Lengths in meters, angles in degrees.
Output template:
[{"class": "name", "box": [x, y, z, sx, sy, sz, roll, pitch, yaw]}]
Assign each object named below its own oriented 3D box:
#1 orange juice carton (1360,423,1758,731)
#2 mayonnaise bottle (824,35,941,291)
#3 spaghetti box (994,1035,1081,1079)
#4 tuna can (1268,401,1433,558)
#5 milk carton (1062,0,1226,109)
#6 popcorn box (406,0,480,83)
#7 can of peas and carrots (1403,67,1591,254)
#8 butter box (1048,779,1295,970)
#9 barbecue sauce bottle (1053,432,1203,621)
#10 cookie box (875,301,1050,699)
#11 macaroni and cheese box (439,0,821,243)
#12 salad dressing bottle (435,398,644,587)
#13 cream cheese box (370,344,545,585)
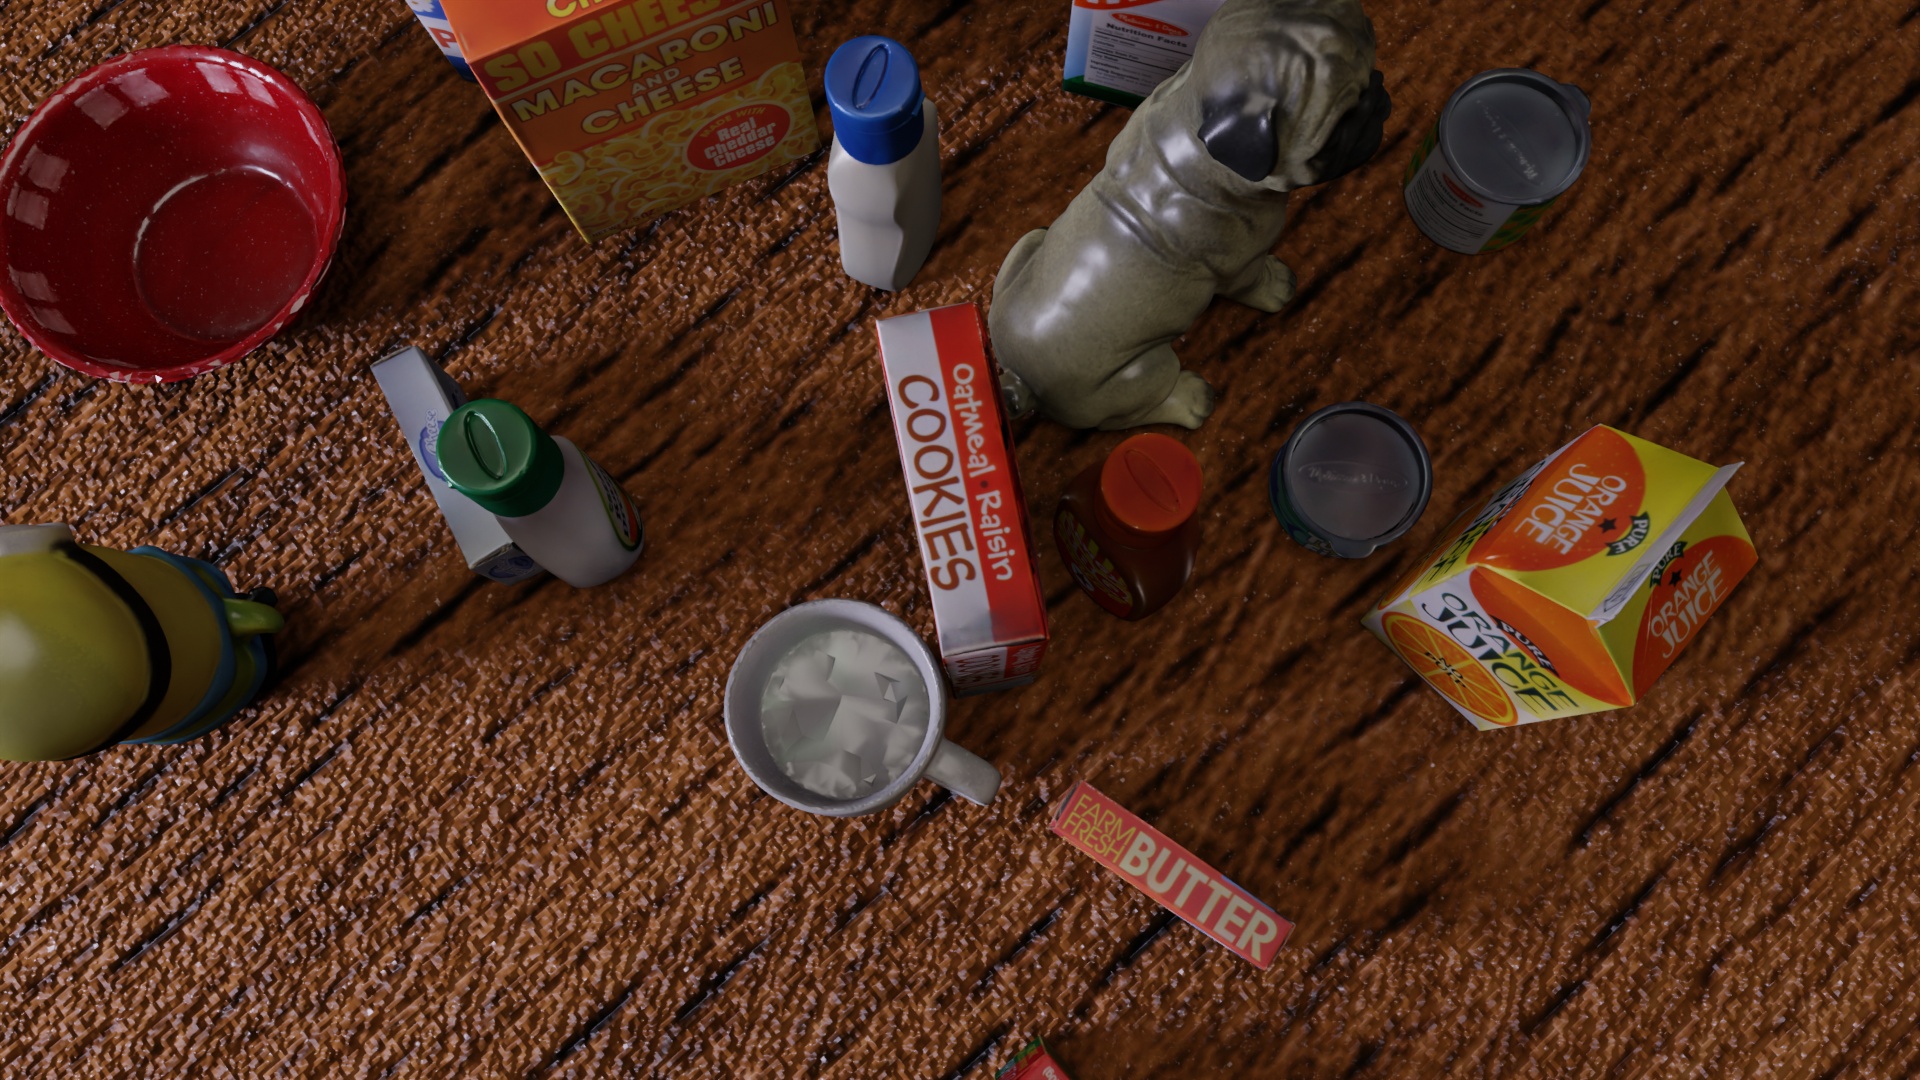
[{"class": "orange juice carton", "box": [0.227, 0.018, 0.530, 0.073, 0.192, 0.072, 44, 82, 8]}, {"class": "mayonnaise bottle", "box": [-0.033, -0.160, 0.592, 0.041, 0.148, 0.065, 20, 80, 5]}, {"class": "spaghetti box", "box": [0.106, 0.302, 0.544, 0.029, 0.050, 0.250, -41, 81, -7]}, {"class": "tuna can", "box": [0.173, -0.024, 0.620, 0.071, 0.032, 0.071, 0, 78, 1]}, {"class": "milk carton", "box": [0.092, -0.261, 0.591, 0.073, 0.190, 0.072, 16, 79, 4]}, {"class": "popcorn box", "box": [-0.182, -0.242, 0.643, 0.127, 0.085, 0.038, 8, 79, 2]}, {"class": "can of peas and carrots", "box": [0.246, -0.174, 0.638, 0.071, 0.058, 0.071, 0, 78, 1]}, {"class": "butter box", "box": [0.085, 0.138, 0.577, 0.103, 0.053, 0.024, 33, 81, 7]}, {"class": "barbecue sauce bottle", "box": [0.069, -0.007, 0.559, 0.044, 0.148, 0.065, -37, 81, -6]}, {"class": "cookie box", "box": [0.002, -0.007, 0.550, 0.040, 0.167, 0.123, -12, 79, -2]}, {"class": "macaroni and cheese box", "box": [-0.132, -0.198, 0.592, 0.124, 0.166, 0.040, -24, 79, -4]}, {"class": "salad dressing bottle", "box": [-0.168, -0.019, 0.564, 0.044, 0.147, 0.064, -27, 80, -4]}, {"class": "cream cheese box", "box": [-0.220, -0.032, 0.615, 0.024, 0.053, 0.104, -29, 79, -5]}]
